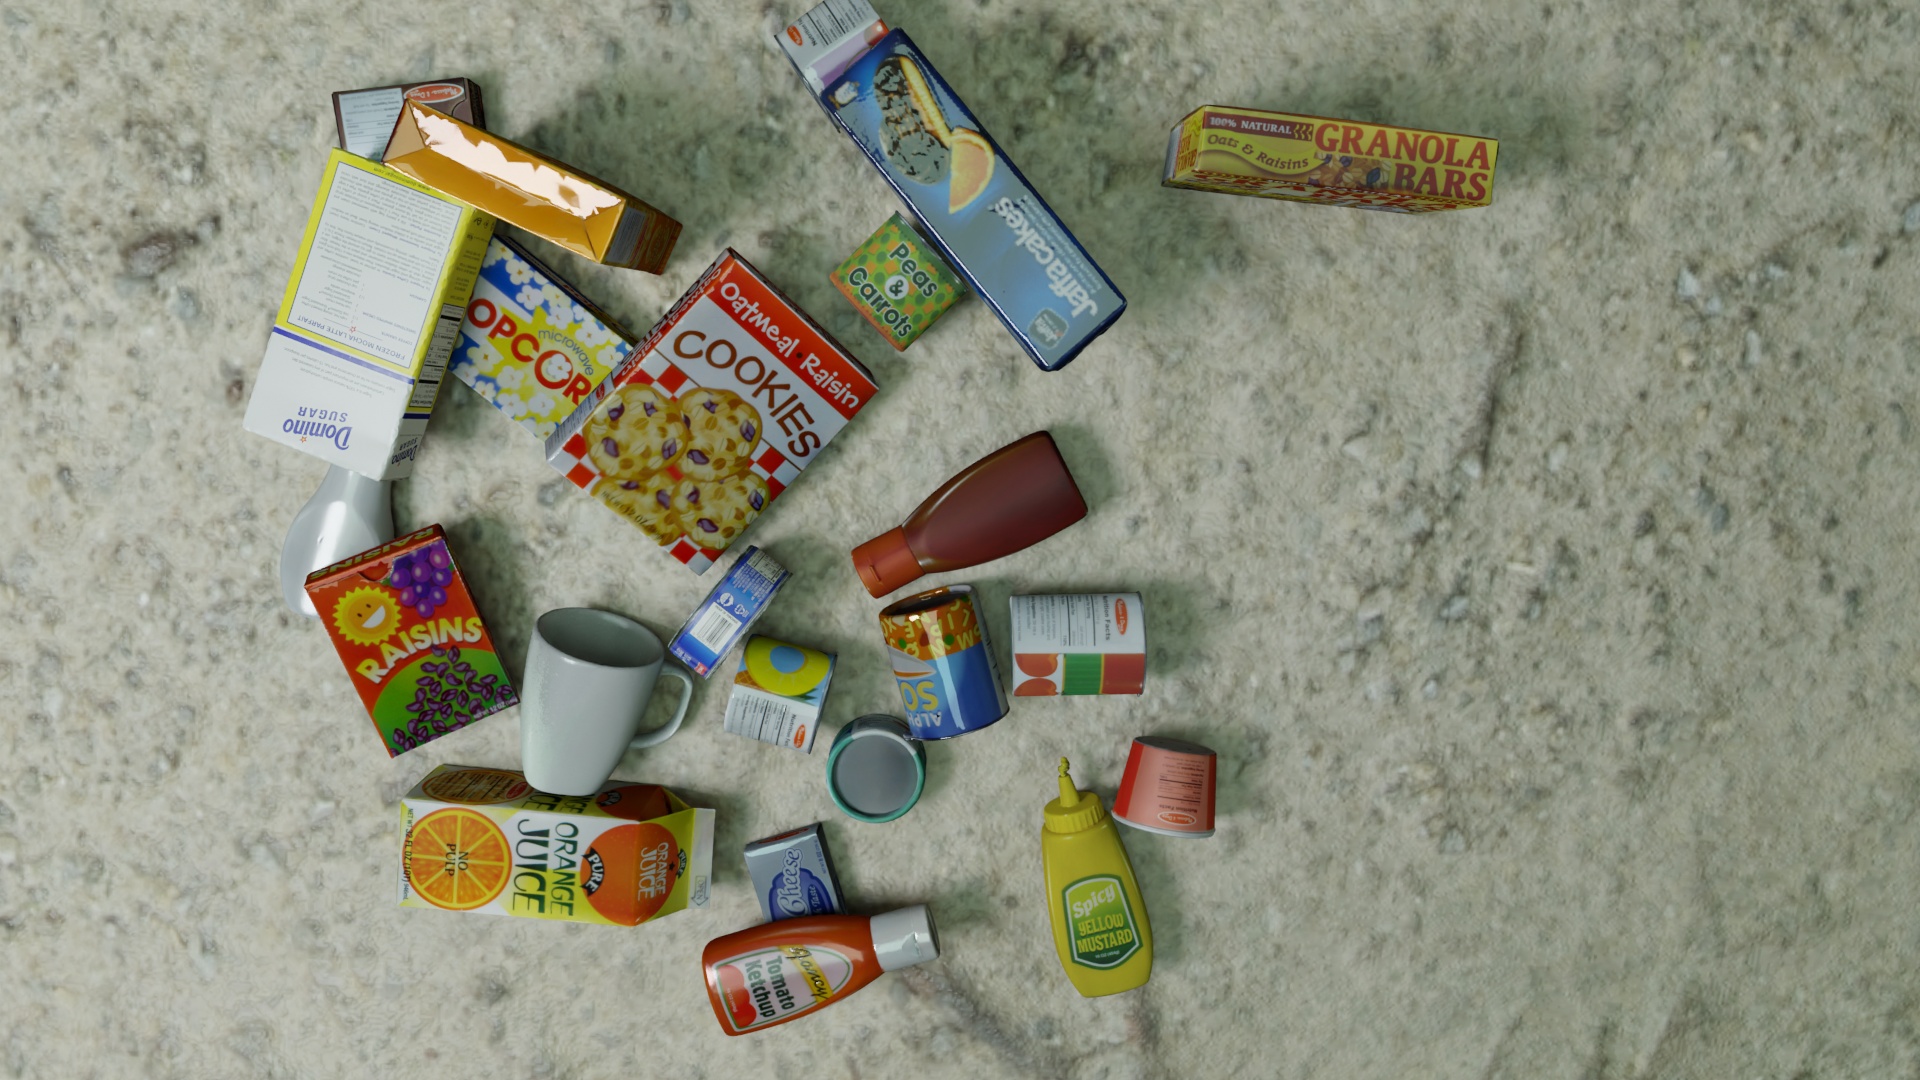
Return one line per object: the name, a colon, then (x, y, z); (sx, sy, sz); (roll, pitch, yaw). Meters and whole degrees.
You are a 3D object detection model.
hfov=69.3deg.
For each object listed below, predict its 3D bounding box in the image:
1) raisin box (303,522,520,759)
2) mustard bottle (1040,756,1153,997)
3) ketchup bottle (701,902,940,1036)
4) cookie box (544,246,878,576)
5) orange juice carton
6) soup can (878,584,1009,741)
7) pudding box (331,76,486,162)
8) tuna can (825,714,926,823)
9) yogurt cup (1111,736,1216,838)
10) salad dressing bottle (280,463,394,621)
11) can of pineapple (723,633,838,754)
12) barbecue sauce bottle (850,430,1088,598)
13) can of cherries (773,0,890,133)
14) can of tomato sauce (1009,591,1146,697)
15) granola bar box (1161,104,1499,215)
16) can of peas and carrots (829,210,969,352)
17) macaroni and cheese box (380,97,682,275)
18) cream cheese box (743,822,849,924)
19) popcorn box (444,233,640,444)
raisin box: (-0.343, 0.062, 0.873); (0.086, 0.040, 0.123); (-23, 111, -15)
mustard bottle: (0.084, 0.220, 0.920); (0.065, 0.049, 0.160); (-15, 99, 0)
ketchup bottle: (-0.089, 0.272, 0.903); (0.149, 0.043, 0.064); (-16, 98, 2)
cookie box: (-0.152, -0.078, 0.857); (0.167, 0.040, 0.122); (-46, 119, 6)
orange juice carton: (-0.257, 0.198, 0.901); (0.193, 0.073, 0.071); (6, 99, -2)
soup can: (-0.013, 0.078, 0.888); (0.071, 0.071, 0.083); (-15, 98, 2)
pudding box: (-0.336, -0.253, 0.853); (0.084, 0.030, 0.049); (-6, 98, 0)
tuna can: (-0.056, 0.153, 0.917); (0.071, 0.033, 0.071); (0, 98, -1)
yogurt cup: (0.136, 0.159, 0.905); (0.072, 0.072, 0.054); (9, 91, -2)
salad dressing bottle: (-0.386, -0.023, 0.882); (0.064, 0.044, 0.147); (18, 97, -7)
can of pineapple: (-0.115, 0.097, 0.893); (0.058, 0.071, 0.071); (16, 99, -3)
barbecue sauce bottle: (0.003, -0.011, 0.887); (0.148, 0.044, 0.065); (-27, 98, 4)
can of cherries: (-0.069, -0.289, 0.835); (0.058, 0.071, 0.071); (-35, 98, 4)
can of tomato sauce: (0.074, 0.068, 0.889); (0.083, 0.071, 0.071); (-1, 99, 0)
granola bar box: (0.211, -0.222, 0.816); (0.166, 0.124, 0.039); (6, 100, -2)
can of peas and carrots: (-0.037, -0.158, 0.850); (0.058, 0.071, 0.071); (-43, 97, 6)
macaroni and cheese box: (-0.235, -0.197, 0.794); (0.124, 0.167, 0.040); (25, 98, -5)
cream cheese box: (-0.106, 0.246, 0.935); (0.053, 0.024, 0.103); (-16, 99, 3)
popcorn box: (-0.264, -0.120, 0.870); (0.126, 0.038, 0.085); (39, 96, -6)
